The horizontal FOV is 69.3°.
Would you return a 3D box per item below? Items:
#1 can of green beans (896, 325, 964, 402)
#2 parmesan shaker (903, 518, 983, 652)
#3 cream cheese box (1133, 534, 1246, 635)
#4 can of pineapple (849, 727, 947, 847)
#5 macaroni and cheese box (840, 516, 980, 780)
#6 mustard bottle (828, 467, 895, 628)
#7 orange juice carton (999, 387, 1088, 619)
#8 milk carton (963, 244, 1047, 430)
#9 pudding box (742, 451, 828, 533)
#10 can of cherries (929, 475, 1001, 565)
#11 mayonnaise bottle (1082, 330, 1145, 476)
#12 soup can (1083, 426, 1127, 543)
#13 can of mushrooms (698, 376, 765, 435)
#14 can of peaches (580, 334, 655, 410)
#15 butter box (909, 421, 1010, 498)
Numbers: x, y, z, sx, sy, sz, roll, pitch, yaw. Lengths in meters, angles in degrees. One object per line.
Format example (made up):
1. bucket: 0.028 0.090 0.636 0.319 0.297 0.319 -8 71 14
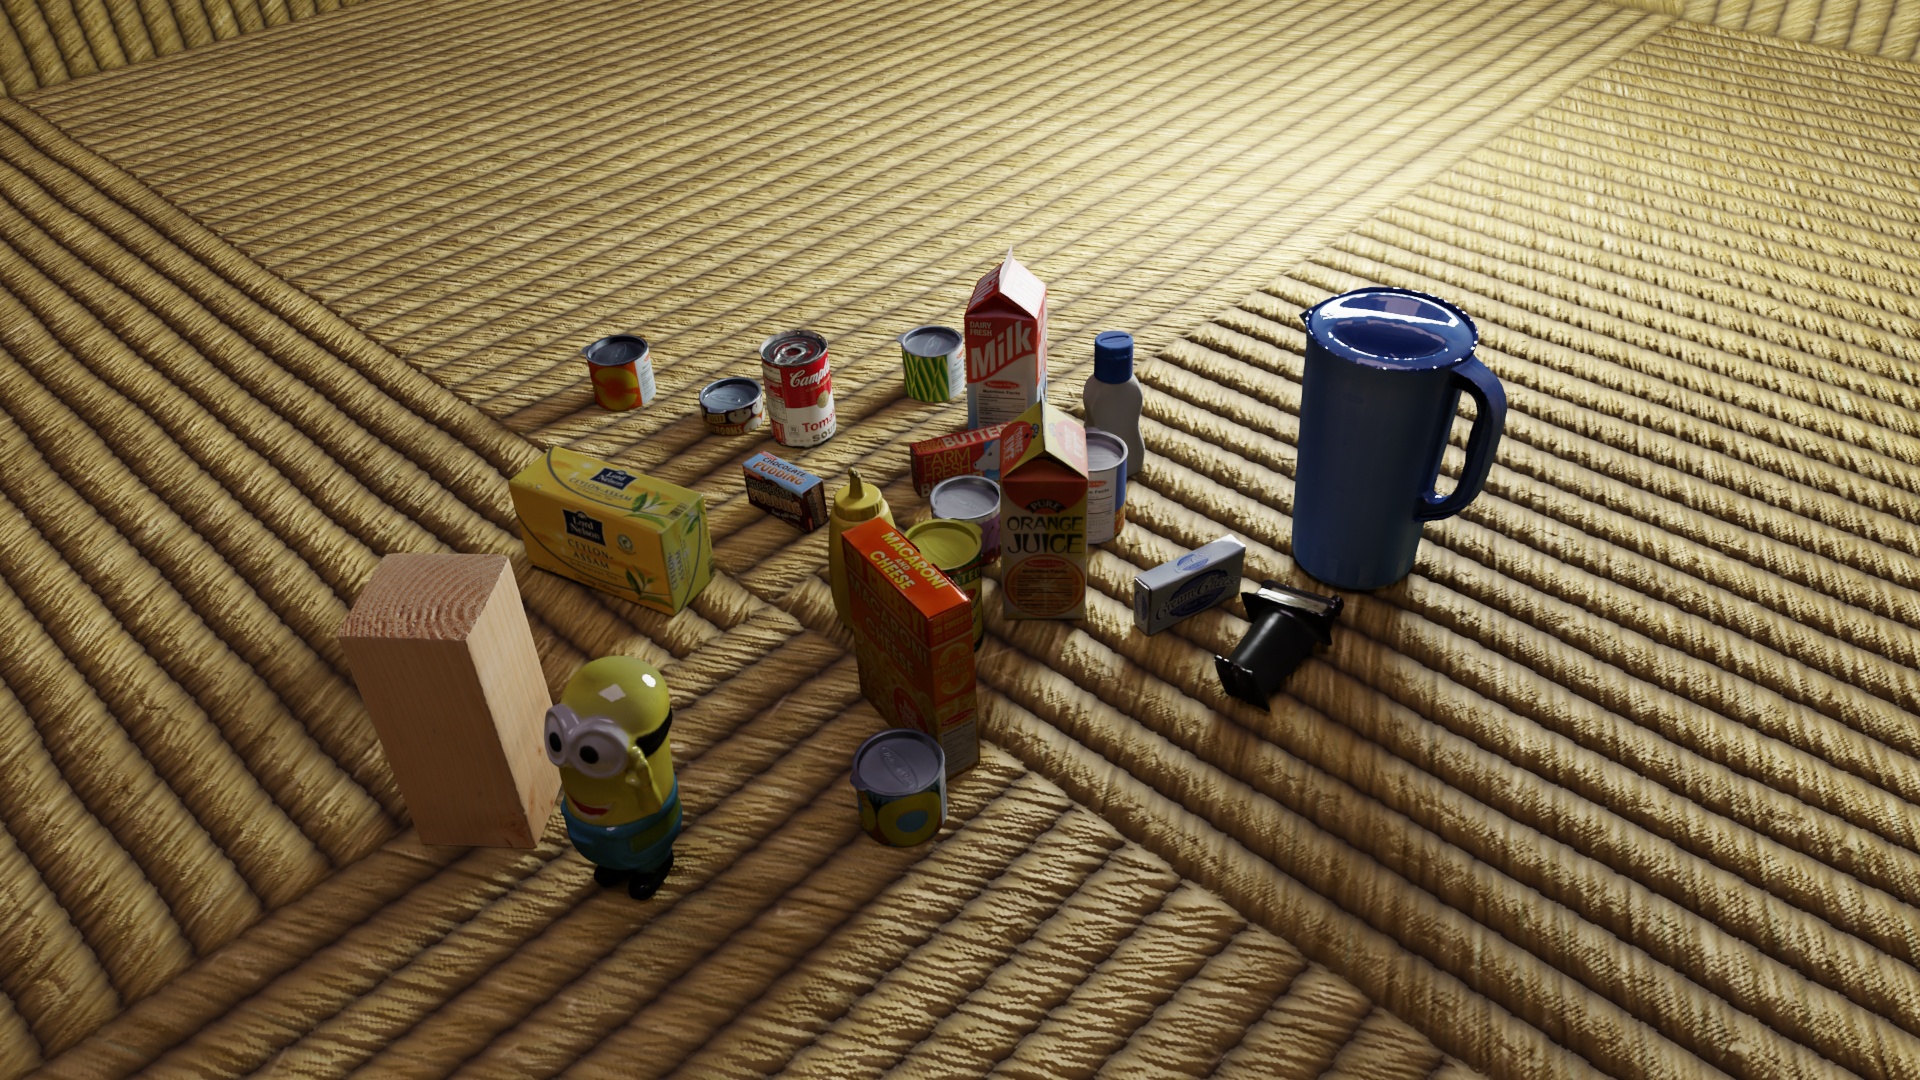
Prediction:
1. can of green beans: -0.029 -0.188 1.481 0.071 0.057 0.071 -2 38 1
2. parmesan shaker: -0.012 0.042 1.146 0.071 0.102 0.072 -2 38 1
3. cream cheese box: 0.194 0.038 1.179 0.104 0.053 0.024 -22 42 -23
4. can of pineapple: -0.045 0.179 1.007 0.071 0.057 0.071 -2 38 1
5. macaroni and cheese box: -0.036 0.082 1.045 0.040 0.165 0.124 -24 42 -25
6. mustard bottle: -0.080 0.002 1.155 0.065 0.159 0.049 -5 38 -3
7. orange juice carton: 0.069 -0.028 1.158 0.073 0.191 0.072 0 38 3
8. milk carton: 0.046 -0.189 1.370 0.073 0.189 0.073 5 38 10
9. pudding box: -0.165 -0.047 1.313 0.084 0.049 0.030 26 46 32
10. can of cherries: 0.004 -0.016 1.255 0.071 0.058 0.072 -2 38 1
11. mayonnaise bottle: 0.144 -0.127 1.317 0.065 0.147 0.041 -11 38 -10
12. soup can: 0.119 -0.050 1.272 0.071 0.083 0.072 -2 38 1
13. can of mushrooms: -0.239 -0.139 1.450 0.071 0.033 0.071 -2 38 1
14. can of peaches: -0.366 -0.180 1.491 0.071 0.057 0.071 -2 38 1
15. butter box: 0.004 -0.078 1.340 0.104 0.052 0.024 -13 39 -13
